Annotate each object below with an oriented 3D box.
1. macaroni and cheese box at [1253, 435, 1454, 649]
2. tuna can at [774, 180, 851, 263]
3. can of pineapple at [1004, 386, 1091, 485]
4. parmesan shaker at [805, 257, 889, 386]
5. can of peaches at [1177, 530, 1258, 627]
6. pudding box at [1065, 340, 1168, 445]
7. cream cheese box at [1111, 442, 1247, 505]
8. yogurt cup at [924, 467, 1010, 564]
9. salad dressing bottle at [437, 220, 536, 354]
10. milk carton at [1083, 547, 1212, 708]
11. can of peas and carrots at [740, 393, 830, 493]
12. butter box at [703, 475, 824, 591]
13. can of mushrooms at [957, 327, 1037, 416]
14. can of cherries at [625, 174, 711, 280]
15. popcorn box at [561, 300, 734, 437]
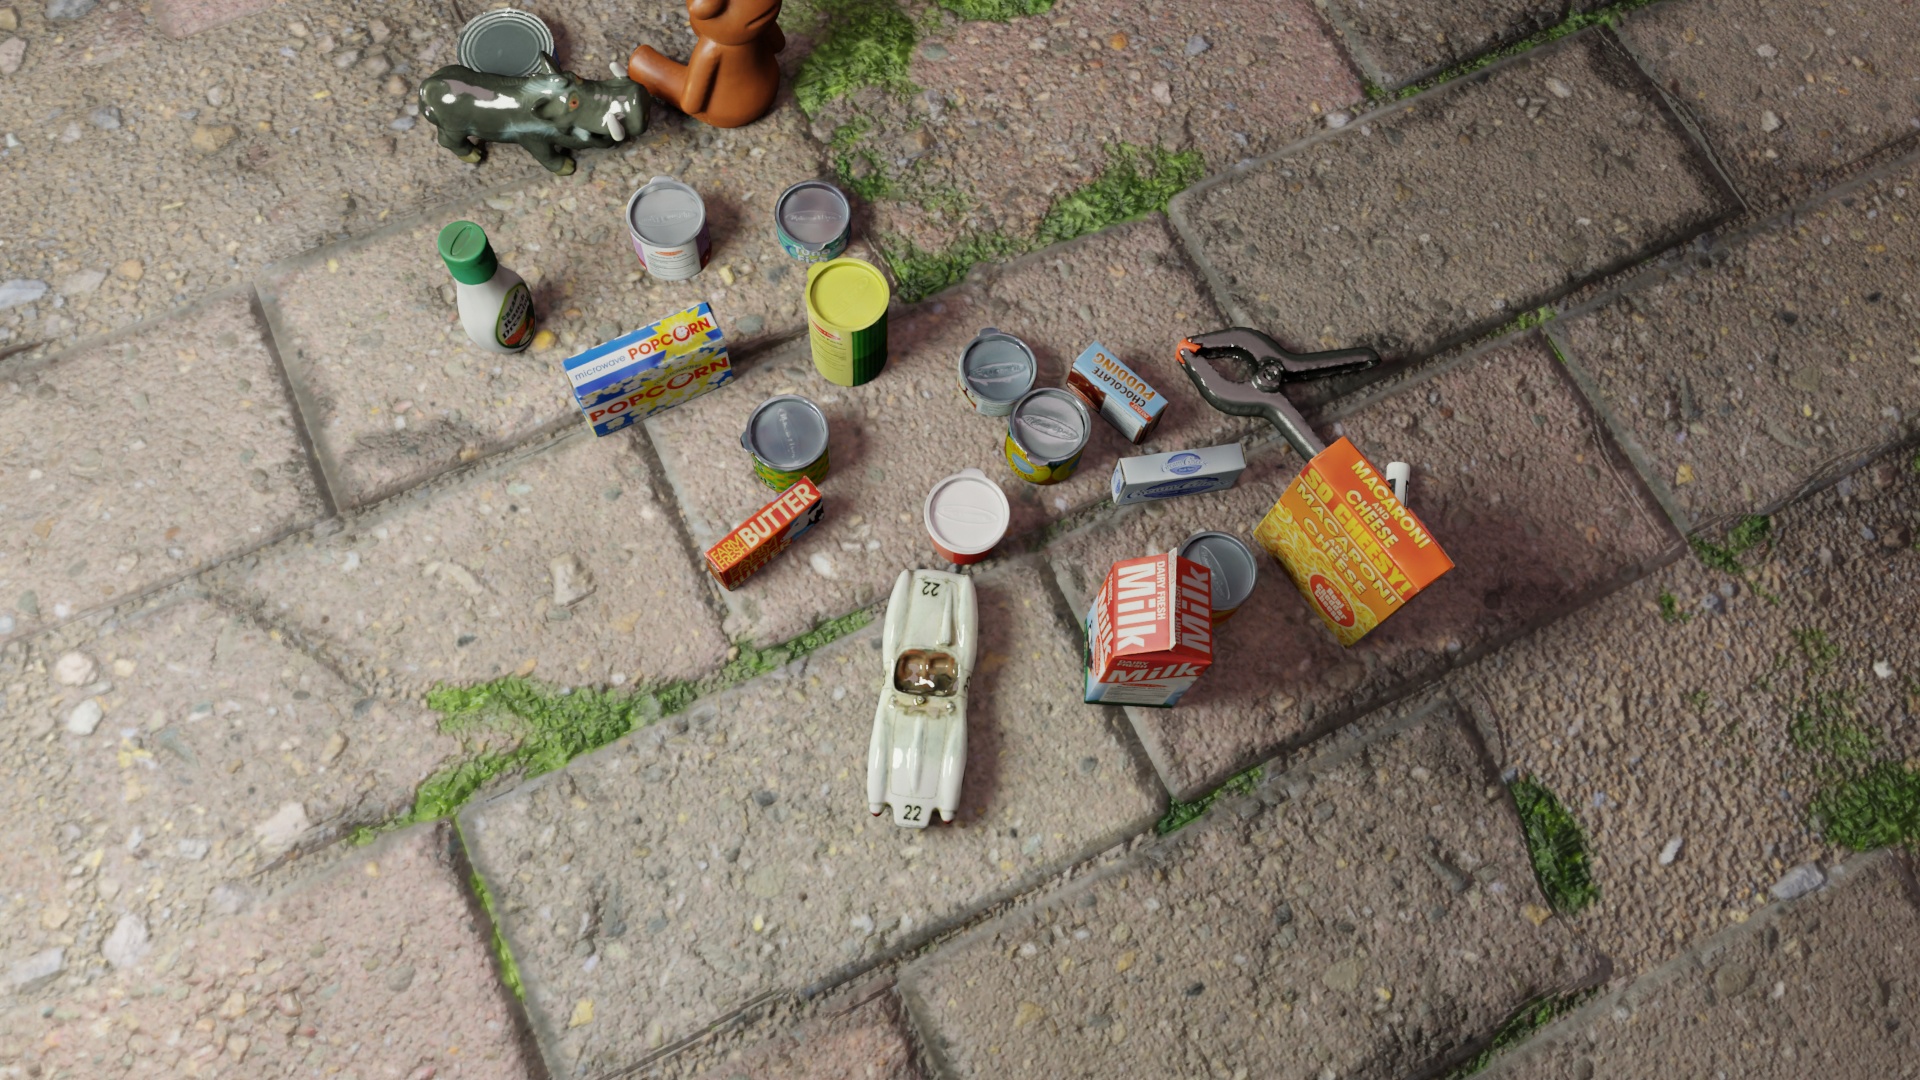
[{"bbox_3d":[0.298,0.005,1.070,0.040,0.166,0.124,-33,76,-13],"label":"macaroni and cheese box"},{"bbox_3d":[-0.128,-0.276,1.214,0.071,0.032,0.071,1,71,-3],"label":"tuna can"},{"bbox_3d":[0.070,-0.084,1.145,0.071,0.057,0.071,1,71,-3],"label":"can of pineapple"},{"bbox_3d":[-0.094,-0.180,1.145,0.071,0.102,0.071,1,71,-3],"label":"parmesan shaker"},{"bbox_3d":[0.196,0.033,1.111,0.071,0.058,0.071,1,71,-3],"label":"can of peaches"},{"bbox_3d":[0.131,-0.124,1.167,0.084,0.049,0.030,42,74,11],"label":"pudding box"},{"bbox_3d":[0.178,-0.055,1.143,0.104,0.053,0.024,-8,72,-6],"label":"cream cheese box"},{"bbox_3d":[0.004,-0.014,1.118,0.072,0.053,0.072,1,71,-3],"label":"yogurt cup"},{"bbox_3d":[-0.380,-0.202,1.112,0.044,0.147,0.064,22,71,4],"label":"salad dressing bottle"},{"bbox_3d":[0.139,0.068,1.025,0.073,0.190,0.072,4,71,-2],"label":"milk carton"},{"bbox_3d":[-0.141,-0.076,1.129,0.071,0.058,0.071,1,71,-3],"label":"can of peas and carrots"},{"bbox_3d":[-0.155,-0.005,1.106,0.104,0.053,0.024,-39,77,-15],"label":"butter box"},{"bbox_3d":[0.030,-0.142,1.176,0.071,0.033,0.071,1,71,-3],"label":"can of mushrooms"},{"bbox_3d":[-0.248,-0.267,1.190,0.071,0.058,0.071,1,71,-3],"label":"can of cherries"},{"bbox_3d":[-0.252,-0.138,1.130,0.127,0.085,0.038,-25,74,-11],"label":"popcorn box"}]
